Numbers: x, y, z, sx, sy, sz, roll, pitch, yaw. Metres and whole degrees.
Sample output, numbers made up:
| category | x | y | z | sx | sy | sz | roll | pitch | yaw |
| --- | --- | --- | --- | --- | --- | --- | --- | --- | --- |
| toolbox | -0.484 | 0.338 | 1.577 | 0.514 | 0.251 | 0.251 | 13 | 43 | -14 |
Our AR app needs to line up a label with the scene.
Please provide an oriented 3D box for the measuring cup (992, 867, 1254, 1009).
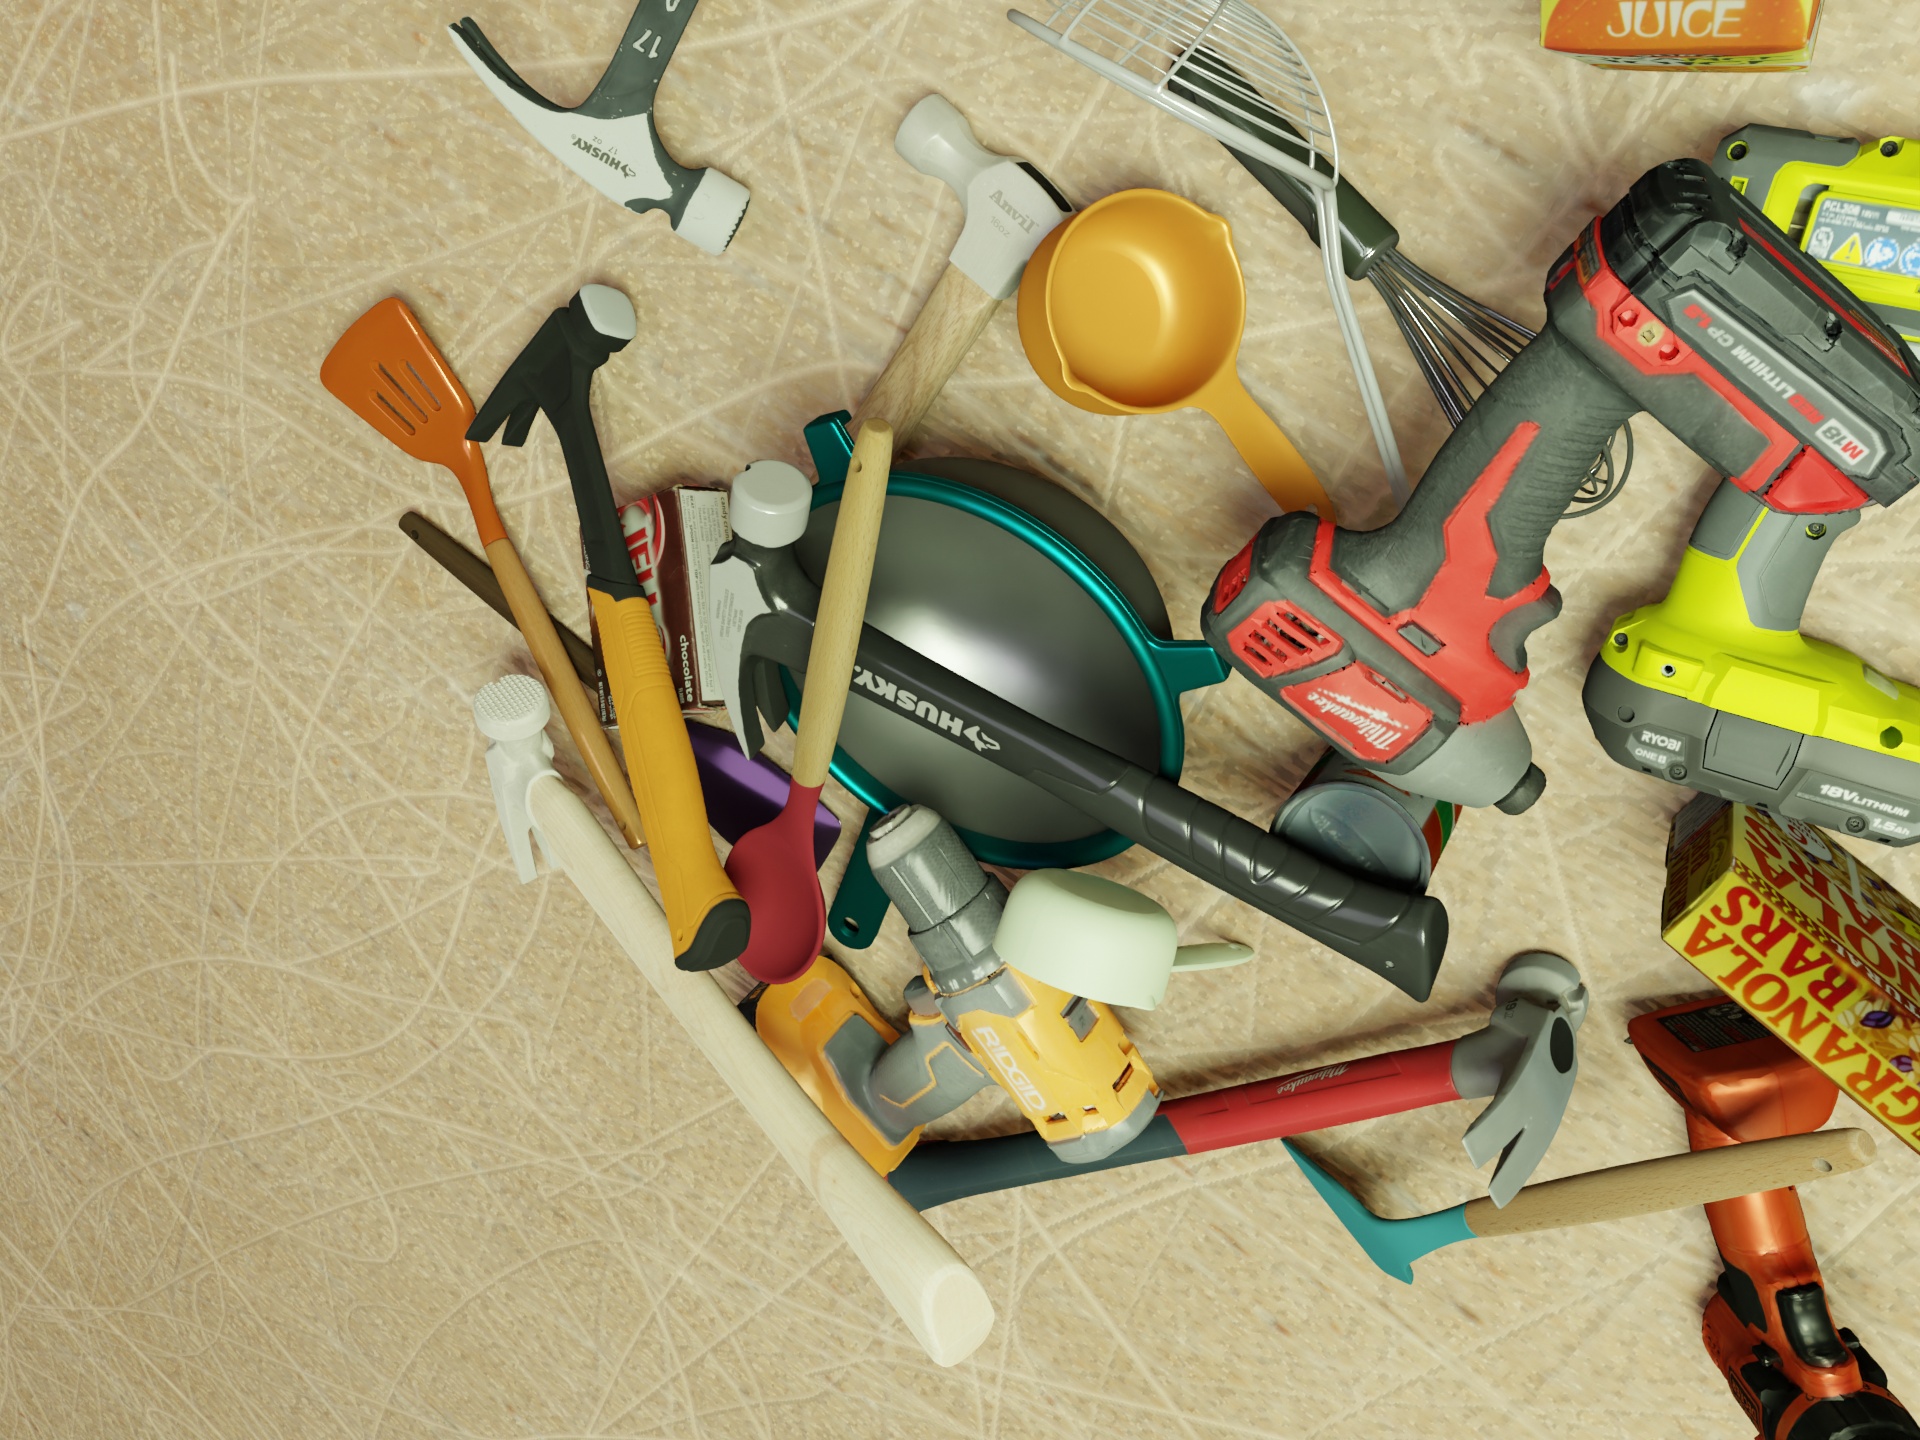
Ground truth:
| category | x | y | z | sx | sy | sz | roll | pitch | yaw |
| --- | --- | --- | --- | --- | --- | --- | --- | --- | --- |
| measuring cup | 0.086 | 0.092 | 0.705 | 0.083 | 0.167 | 0.038 | 24 | 103 | 42 |

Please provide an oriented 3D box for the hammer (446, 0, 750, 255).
| category | x | y | z | sx | sy | sz | roll | pitch | yaw |
| --- | --- | --- | --- | --- | --- | --- | --- | --- | --- |
| hammer | -0.074 | -0.402 | 0.648 | 0.149 | 0.036 | 0.408 | 27 | 118 | -15 |

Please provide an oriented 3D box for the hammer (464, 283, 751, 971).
| category | x | y | z | sx | sy | sz | roll | pitch | yaw |
| --- | --- | --- | --- | --- | --- | --- | --- | --- | --- |
| hammer | -0.166 | -0.039 | 0.769 | 0.127 | 0.034 | 0.337 | -34 | 66 | 39 |

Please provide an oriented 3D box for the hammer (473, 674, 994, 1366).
| category | x | y | z | sx | sy | sz | roll | pitch | yaw |
| --- | --- | --- | --- | --- | --- | --- | --- | --- | --- |
| hammer | -0.123 | 0.146 | 0.776 | 0.411 | 0.038 | 0.146 | 44 | 147 | 33 |

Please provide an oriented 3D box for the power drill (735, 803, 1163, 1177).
| category | x | y | z | sx | sy | sz | roll | pitch | yaw |
| --- | --- | --- | --- | --- | --- | --- | --- | --- | --- |
| power drill | -0.031 | 0.143 | 0.791 | 0.226 | 0.084 | 0.185 | -26 | 103 | 45 |

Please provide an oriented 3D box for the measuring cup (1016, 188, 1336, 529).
| category | x | y | z | sx | sy | sz | roll | pitch | yaw |
| --- | --- | --- | --- | --- | --- | --- | --- | --- | --- |
| measuring cup | 0.094 | -0.140 | 0.667 | 0.095 | 0.052 | 0.173 | -47 | 110 | -8 |

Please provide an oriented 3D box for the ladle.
| category | x | y | z | sx | sy | sz | roll | pitch | yaw |
| --- | --- | --- | --- | --- | --- | --- | --- | --- | --- |
| ladle | -0.061 | 0.005 | 0.659 | 0.069 | 0.031 | 0.315 | 44 | 141 | 25 |

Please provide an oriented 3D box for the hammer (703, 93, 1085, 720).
| category | x | y | z | sx | sy | sz | roll | pitch | yaw |
| --- | --- | --- | --- | --- | --- | --- | --- | --- | --- |
| hammer | -0.050 | -0.118 | 0.765 | 0.130 | 0.031 | 0.331 | 43 | 123 | 8 |

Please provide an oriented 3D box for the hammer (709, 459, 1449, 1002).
| category | x | y | z | sx | sy | sz | roll | pitch | yaw |
| --- | --- | --- | --- | --- | --- | --- | --- | --- | --- |
| hammer | 0.043 | 0.023 | 0.652 | 0.335 | 0.035 | 0.146 | 28 | 139 | 10 |

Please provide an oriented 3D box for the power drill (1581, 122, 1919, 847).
| category | x | y | z | sx | sy | sz | roll | pitch | yaw |
| --- | --- | --- | --- | --- | --- | --- | --- | --- | --- |
| power drill | 0.332 | -0.079 | 0.553 | 0.191 | 0.080 | 0.228 | 19 | 113 | 22 |

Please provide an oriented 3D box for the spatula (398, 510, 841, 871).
| category | x | y | z | sx | sy | sz | roll | pitch | yaw |
| --- | --- | --- | --- | --- | --- | --- | --- | --- | --- |
| spatula | -0.197 | -0.019 | 0.887 | 0.316 | 0.018 | 0.059 | 38 | 117 | 9 |

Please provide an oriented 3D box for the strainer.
| category | x | y | z | sx | sy | sz | roll | pitch | yaw |
| --- | --- | --- | --- | --- | --- | --- | --- | --- | --- |
| strainer | -0.001 | -0.002 | 0.760 | 0.211 | 0.095 | 0.340 | 31 | 141 | 6 |

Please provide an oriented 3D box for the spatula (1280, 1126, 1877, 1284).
| category | x | y | z | sx | sy | sz | roll | pitch | yaw |
| --- | --- | --- | --- | --- | --- | --- | --- | --- | --- |
| spatula | 0.234 | 0.192 | 0.651 | 0.082 | 0.044 | 0.317 | 52 | 146 | 3 |

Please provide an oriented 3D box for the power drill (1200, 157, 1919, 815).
| category | x | y | z | sx | sy | sz | roll | pitch | yaw |
| --- | --- | --- | --- | --- | --- | --- | --- | --- | --- |
| power drill | 0.200 | -0.061 | 0.536 | 0.143 | 0.079 | 0.219 | 38 | 127 | -7 |

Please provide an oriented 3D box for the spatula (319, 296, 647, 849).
| category | x | y | z | sx | sy | sz | roll | pitch | yaw |
| --- | --- | --- | --- | --- | --- | --- | --- | --- | --- |
| spatula | -0.250 | -0.074 | 0.868 | 0.081 | 0.041 | 0.323 | -30 | 84 | 32 |

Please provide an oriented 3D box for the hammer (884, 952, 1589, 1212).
| category | x | y | z | sx | sy | sz | roll | pitch | yaw |
| --- | --- | --- | --- | --- | --- | --- | --- | --- | --- |
| hammer | 0.098 | 0.202 | 0.754 | 0.386 | 0.143 | 0.038 | -24 | 98 | 37 |

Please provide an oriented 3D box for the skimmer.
| category | x | y | z | sx | sy | sz | roll | pitch | yaw |
| --- | --- | --- | --- | --- | --- | --- | --- | --- | --- |
| skimmer | 0.129 | -0.112 | 0.611 | 0.090 | 0.127 | 0.363 | -23 | 113 | 8 |

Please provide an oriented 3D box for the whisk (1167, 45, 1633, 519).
| category | x | y | z | sx | sy | sz | roll | pitch | yaw |
| --- | --- | --- | --- | --- | --- | --- | --- | --- | --- |
| whisk | 0.167 | -0.175 | 0.623 | 0.059 | 0.057 | 0.246 | -41 | 81 | -2 |
